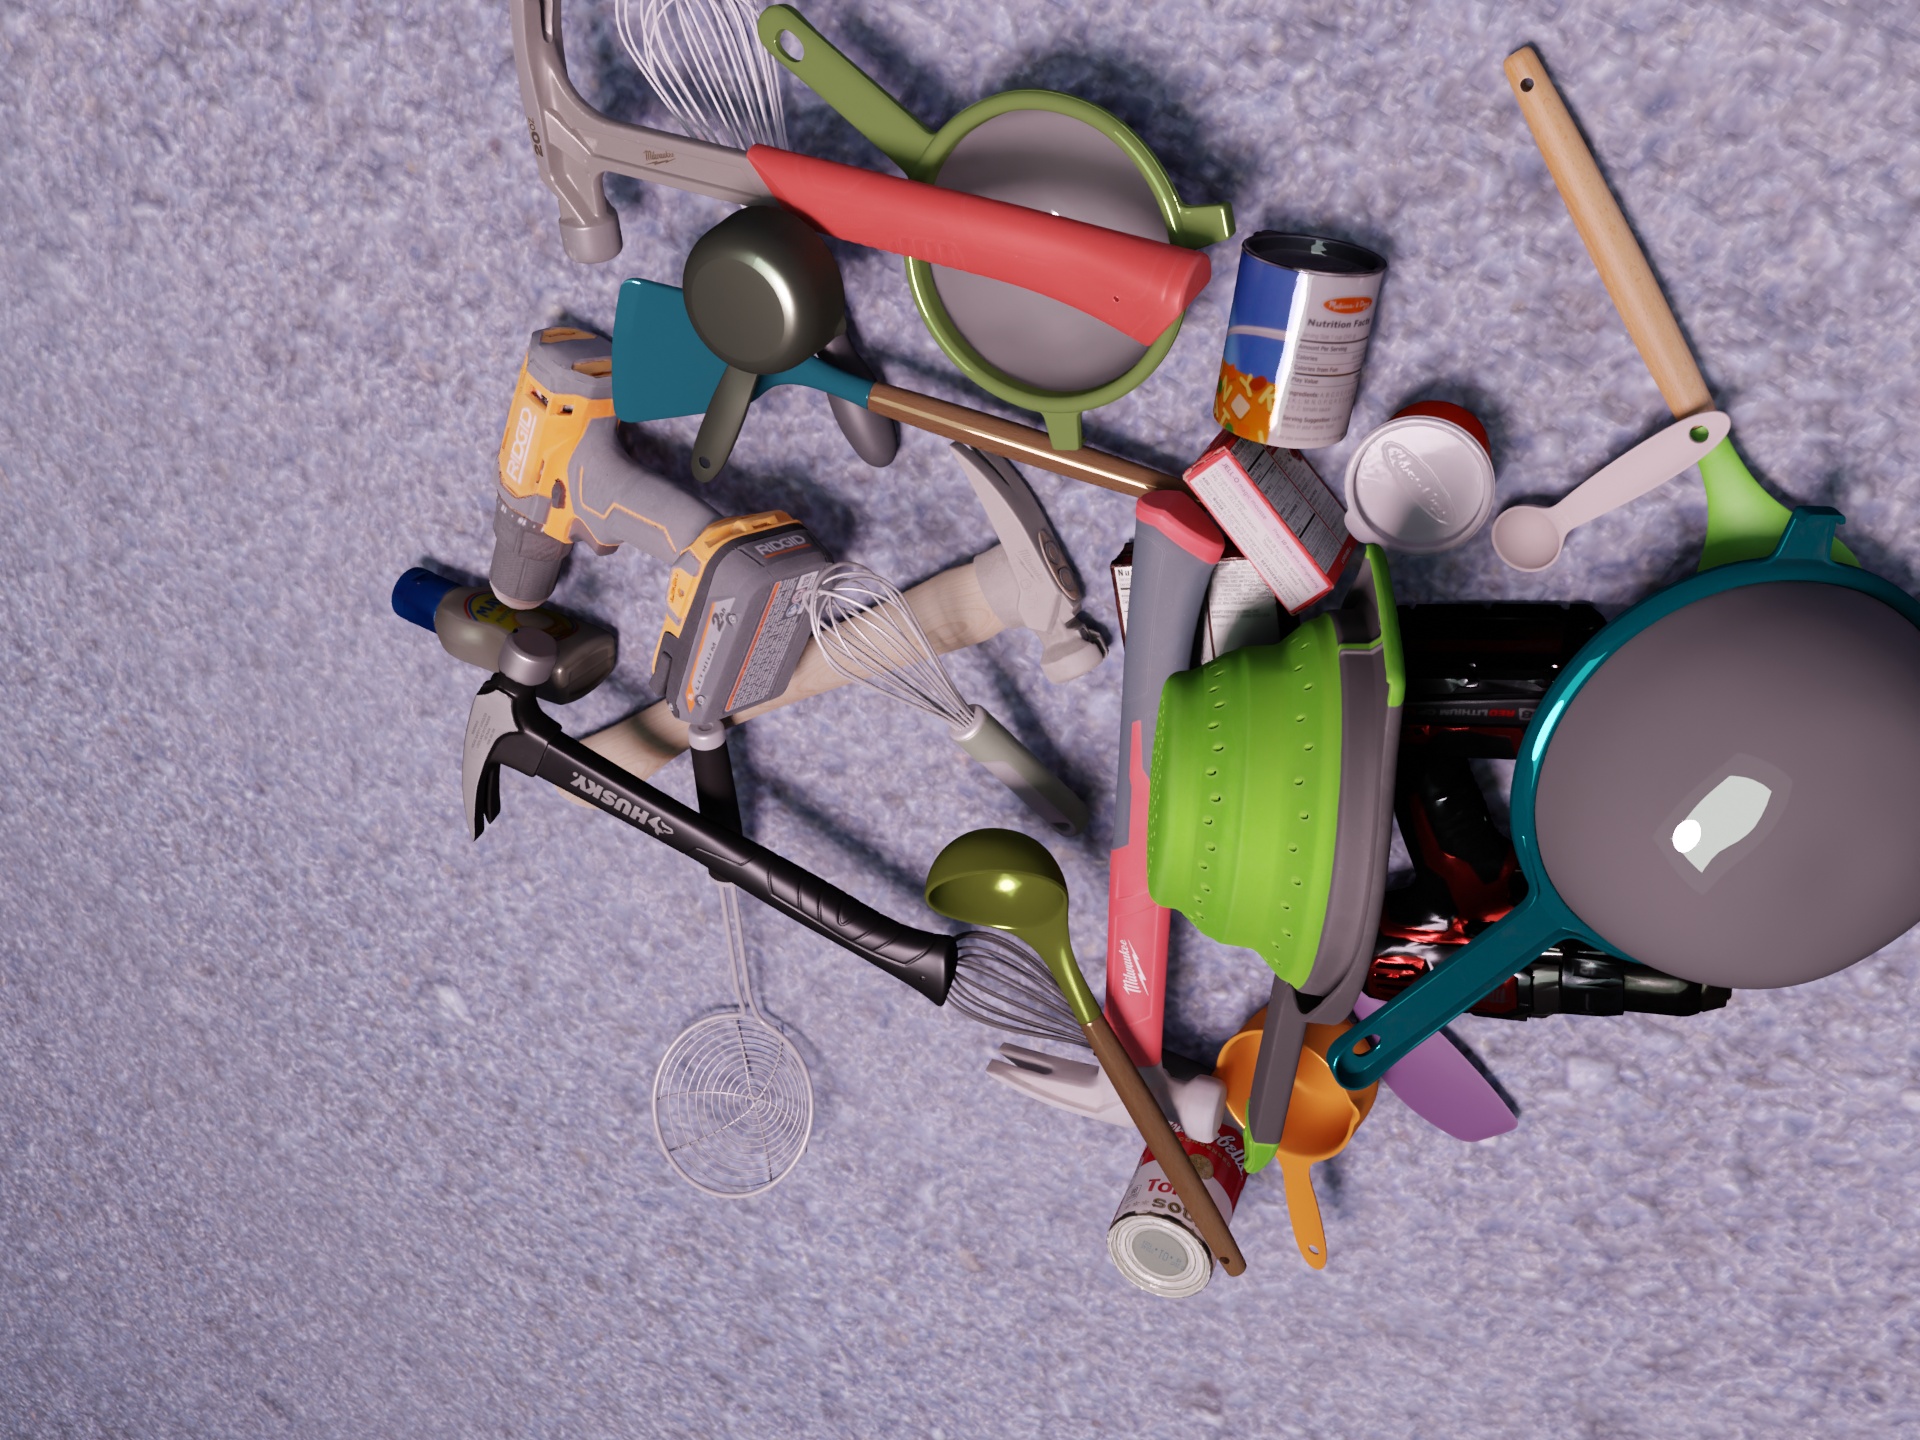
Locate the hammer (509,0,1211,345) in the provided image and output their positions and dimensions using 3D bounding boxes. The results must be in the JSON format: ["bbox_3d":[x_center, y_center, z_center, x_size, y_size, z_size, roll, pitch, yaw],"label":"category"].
[{"bbox_3d":[-0.055,-0.251,0.743,0.359,0.037,0.149,20,137,21],"label":"hammer"}]

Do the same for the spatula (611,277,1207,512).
[{"bbox_3d":[-0.025,-0.154,0.822,0.317,0.044,0.082,18,127,7],"label":"spatula"}]

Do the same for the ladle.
[{"bbox_3d":[0.080,0.194,0.888,0.078,0.062,0.320,-20,107,35],"label":"ladle"}]

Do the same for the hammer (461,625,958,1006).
[{"bbox_3d":[-0.149,0.082,0.967,0.334,0.035,0.146,30,122,-3],"label":"hammer"}]

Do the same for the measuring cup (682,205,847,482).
[{"bbox_3d":[-0.114,-0.174,0.788,0.083,0.038,0.167,35,132,3],"label":"measuring cup"}]

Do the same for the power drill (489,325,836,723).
[{"bbox_3d":[-0.193,-0.094,0.930,0.226,0.084,0.185,42,127,20],"label":"power drill"}]

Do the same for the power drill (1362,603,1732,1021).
[{"bbox_3d":[0.292,0.058,0.809,0.188,0.080,0.226,2,120,24],"label":"power drill"}]

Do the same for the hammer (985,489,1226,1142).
[{"bbox_3d":[0.087,0.060,0.874,0.143,0.038,0.386,11,118,20],"label":"hammer"}]

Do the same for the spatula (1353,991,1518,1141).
[{"bbox_3d":[0.205,0.130,0.922,0.316,0.018,0.059,48,135,-6],"label":"spatula"}]

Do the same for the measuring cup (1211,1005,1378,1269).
[{"bbox_3d":[0.211,0.246,0.952,0.095,0.052,0.173,5,118,39],"label":"measuring cup"}]

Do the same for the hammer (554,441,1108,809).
[{"bbox_3d":[-0.114,-0.034,0.972,0.410,0.038,0.146,-21,105,33],"label":"hammer"}]

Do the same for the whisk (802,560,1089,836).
[{"bbox_3d":[-0.001,-0.003,0.877,0.058,0.059,0.246,-6,143,42],"label":"whisk"}]

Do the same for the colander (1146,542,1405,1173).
[{"bbox_3d":[0.136,0.097,0.794,0.094,0.205,0.396,4,130,5],"label":"colander"}]

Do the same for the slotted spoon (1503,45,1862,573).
[{"bbox_3d":[0.317,-0.155,0.711,0.070,0.031,0.313,-23,103,37],"label":"slotted spoon"}]

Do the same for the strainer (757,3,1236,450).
[{"bbox_3d":[0.012,-0.265,0.771,0.256,0.069,0.151,42,133,6],"label":"strainer"}]

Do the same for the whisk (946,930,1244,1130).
[{"bbox_3d":[0.091,0.199,0.999,0.239,0.055,0.055,26,124,4],"label":"whisk"}]

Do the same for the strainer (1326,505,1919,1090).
[{"bbox_3d":[0.313,0.081,0.711,0.340,0.095,0.210,-40,111,12],"label":"strainer"}]

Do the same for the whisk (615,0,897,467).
[{"bbox_3d":[-0.097,-0.261,0.831,0.070,0.070,0.284,-11,116,29],"label":"whisk"}]

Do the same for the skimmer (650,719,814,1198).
[{"bbox_3d":[-0.163,0.166,1.051,0.127,0.090,0.363,14,129,19],"label":"skimmer"}]

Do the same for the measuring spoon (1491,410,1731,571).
[{"bbox_3d":[0.301,-0.108,0.736,0.034,0.018,0.124,53,136,-1],"label":"measuring spoon"}]
